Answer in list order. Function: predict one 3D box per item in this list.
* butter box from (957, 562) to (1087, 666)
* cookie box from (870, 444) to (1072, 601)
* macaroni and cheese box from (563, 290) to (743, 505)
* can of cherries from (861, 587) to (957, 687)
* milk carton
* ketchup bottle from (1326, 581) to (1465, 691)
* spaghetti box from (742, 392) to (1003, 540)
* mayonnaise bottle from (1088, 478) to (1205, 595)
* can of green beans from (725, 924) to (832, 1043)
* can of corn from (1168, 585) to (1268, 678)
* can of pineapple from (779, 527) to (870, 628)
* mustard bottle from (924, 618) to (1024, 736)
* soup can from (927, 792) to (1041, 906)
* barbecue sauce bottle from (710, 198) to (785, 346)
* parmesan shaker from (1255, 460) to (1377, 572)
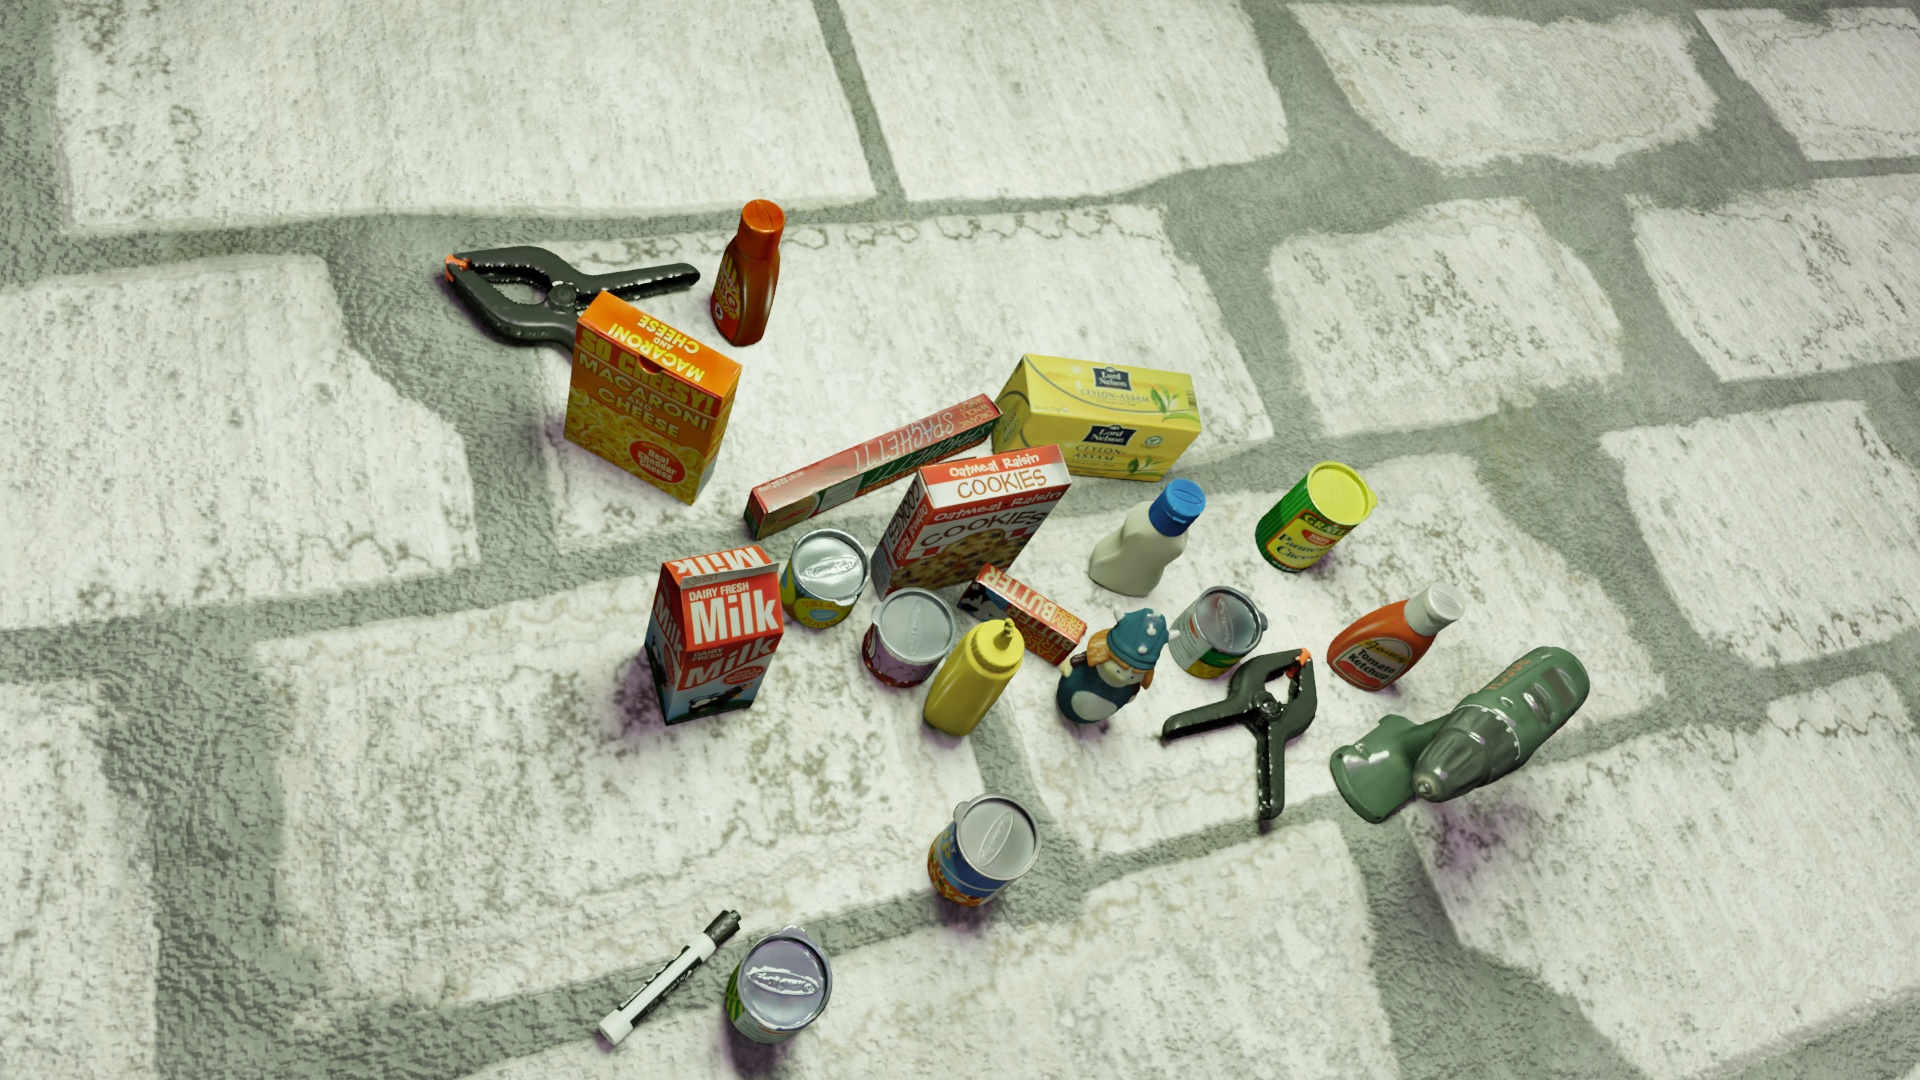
[{"bbox_3d":[0.053,0.063,1.180,0.103,0.053,0.024,31,57,-1],"label":"butter box"},{"bbox_3d":[0.004,-0.014,1.139,0.123,0.166,0.040,-12,67,-25],"label":"cookie box"},{"bbox_3d":[-0.247,-0.108,1.103,0.124,0.165,0.040,28,57,-3],"label":"macaroni and cheese box"},{"bbox_3d":[-0.045,0.079,1.134,0.071,0.058,0.072,9,60,-15],"label":"can of cherries"},{"bbox_3d":[-0.181,0.063,1.016,0.072,0.189,0.073,-10,66,-24],"label":"milk carton"},{"bbox_3d":[0.388,0.083,1.231,0.065,0.148,0.044,32,57,-1],"label":"ketchup bottle"},{"bbox_3d":[-0.073,-0.067,1.211,0.251,0.050,0.029,-25,73,-29],"label":"spaghetti box"},{"bbox_3d":[0.164,-0.002,1.200,0.065,0.147,0.041,20,58,-8],"label":"mayonnaise bottle"},{"bbox_3d":[-0.128,0.314,0.974,0.071,0.057,0.071,9,60,-15],"label":"can of green beans"},{"bbox_3d":[0.227,0.082,1.228,0.071,0.058,0.071,9,60,-15],"label":"can of corn"},{"bbox_3d":[-0.112,0.033,1.137,0.071,0.057,0.071,9,60,-15],"label":"can of pineapple"},{"bbox_3d":[0.015,0.100,1.083,0.049,0.159,0.065,27,57,-4],"label":"mustard bottle"},{"bbox_3d":[0.015,0.234,1.054,0.071,0.083,0.071,9,60,-15],"label":"soup can"},{"bbox_3d":[-0.183,-0.235,1.207,0.044,0.147,0.065,-18,70,-27],"label":"barbecue sauce bottle"},{"bbox_3d":[0.330,-0.019,1.294,0.071,0.102,0.071,9,60,-15],"label":"parmesan shaker"}]
